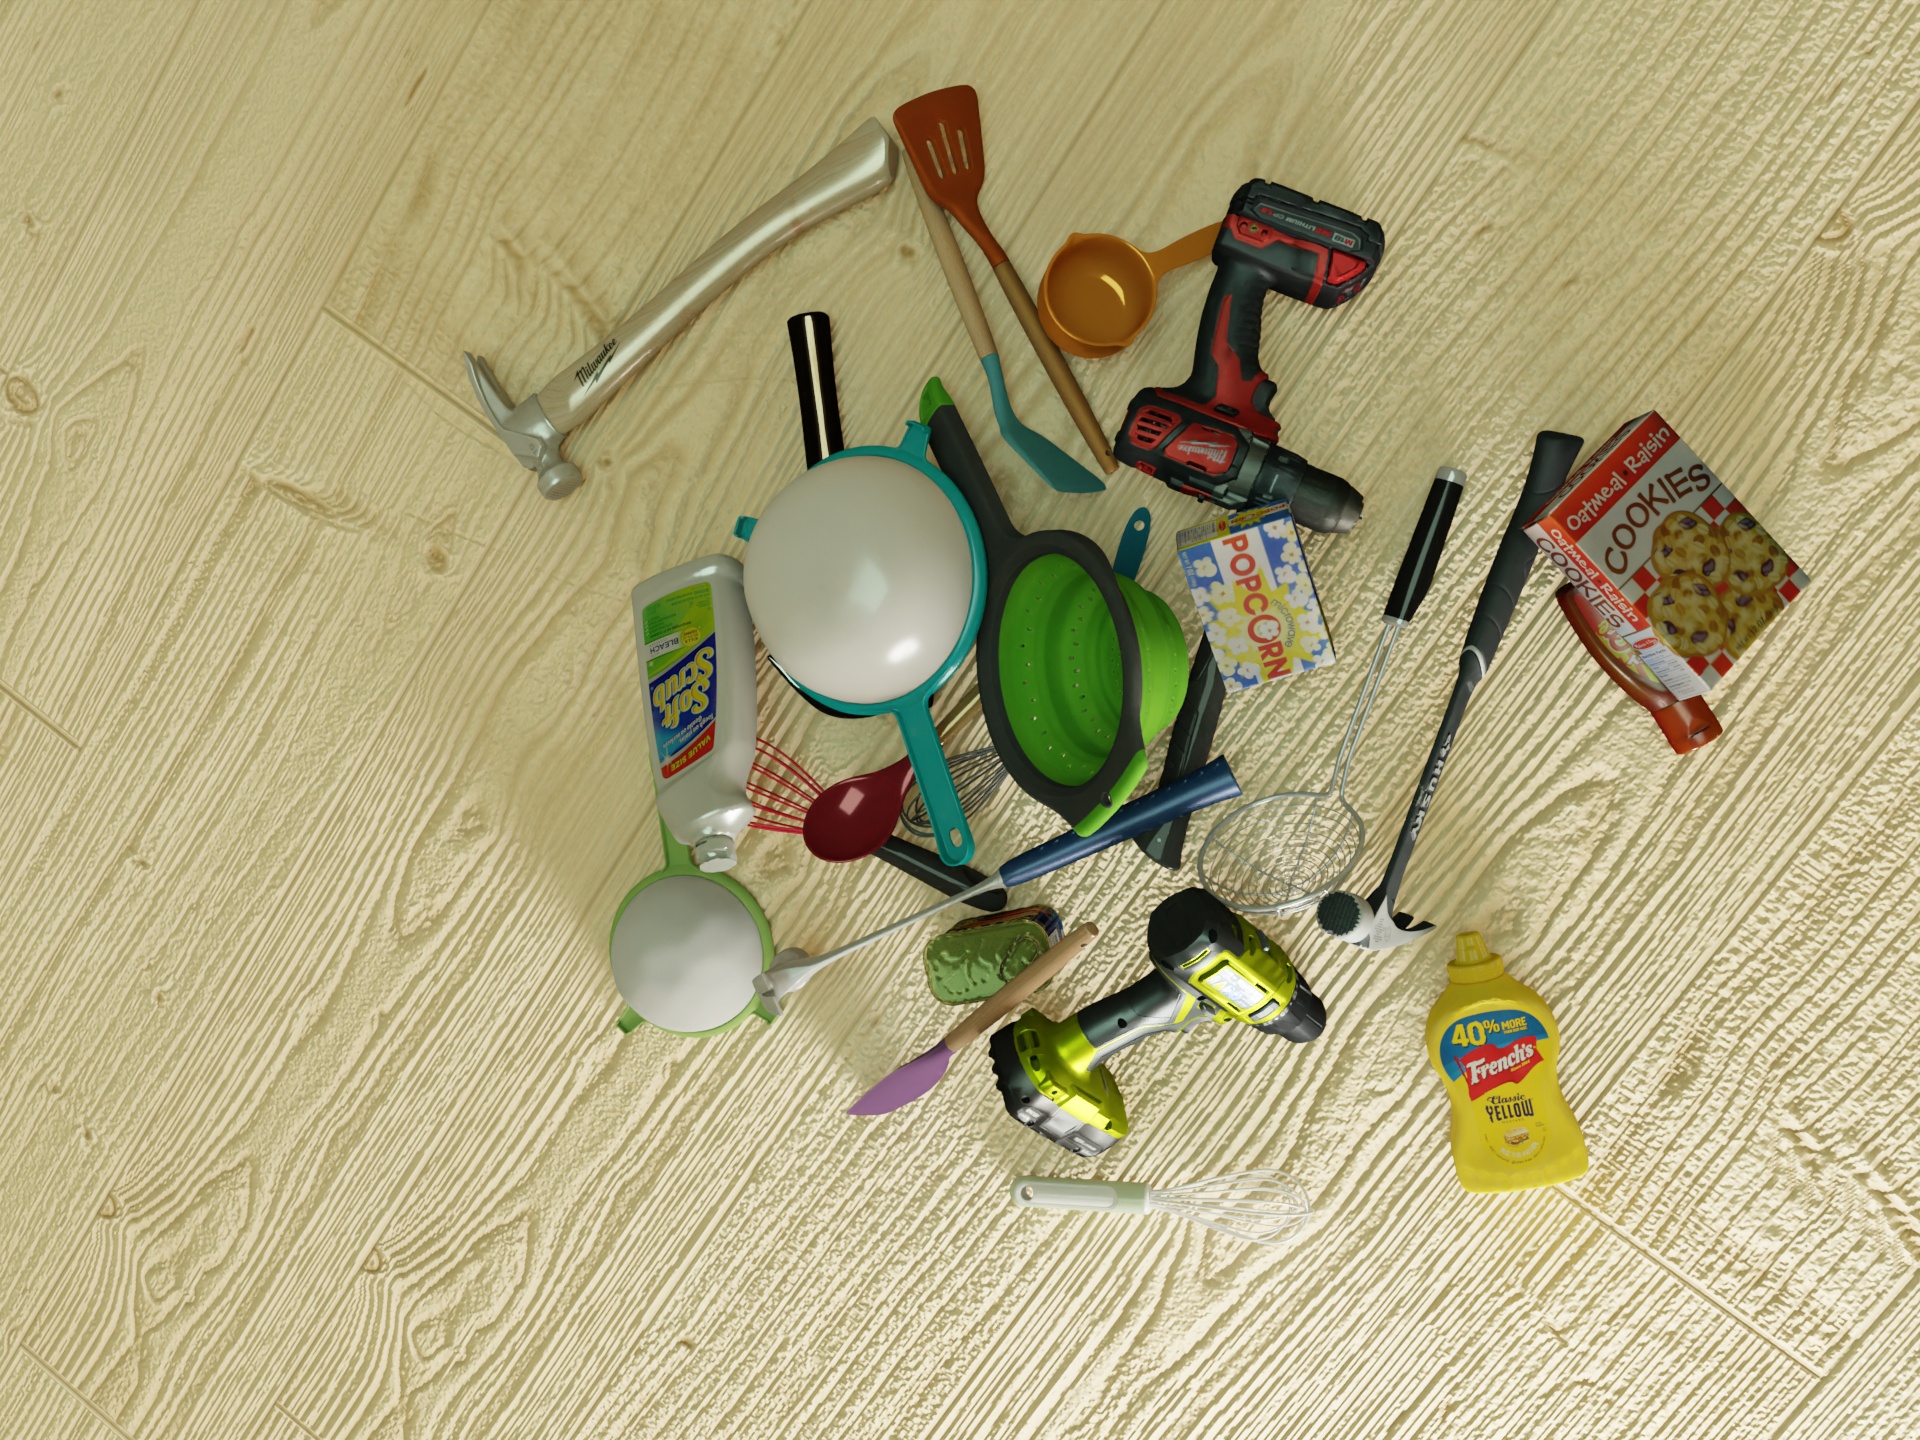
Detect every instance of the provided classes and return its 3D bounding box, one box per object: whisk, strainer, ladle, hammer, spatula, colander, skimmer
[{"bbox_3d":[0.050,0.017,1.274,0.239,0.055,0.055,-34,86,8],"label":"whisk"},{"bbox_3d":[-0.071,-0.049,1.201,0.211,0.095,0.340,-24,78,27],"label":"strainer"},{"bbox_3d":[-0.096,0.086,1.304,0.296,0.073,0.073,25,99,5],"label":"whisk"},{"bbox_3d":[-0.002,-0.004,1.262,0.315,0.031,0.069,-45,66,-1],"label":"ladle"},{"bbox_3d":[-0.243,0.148,1.335,0.151,0.069,0.256,-6,94,13],"label":"strainer"},{"bbox_3d":[-0.107,-0.166,1.301,0.130,0.031,0.331,-7,92,13],"label":"hammer"},{"bbox_3d":[0.203,-0.045,1.236,0.146,0.035,0.335,16,98,12],"label":"hammer"},{"bbox_3d":[0.023,-0.315,1.253,0.044,0.082,0.317,-25,83,35],"label":"spatula"},{"bbox_3d":[0.047,-0.340,1.246,0.081,0.041,0.322,-29,90,-26],"label":"spatula"},{"bbox_3d":[0.073,-0.108,1.211,0.204,0.094,0.397,-56,49,48],"label":"colander"},{"bbox_3d":[0.023,0.126,1.217,0.405,0.144,0.035,-25,89,6],"label":"hammer"},{"bbox_3d":[0.286,-0.024,1.189,0.127,0.090,0.363,26,98,53],"label":"skimmer"},{"bbox_3d":[0.158,0.383,1.272,0.246,0.059,0.058,-2,82,18],"label":"whisk"},{"bbox_3d":[0.010,0.240,1.238,0.315,0.059,0.018,-47,47,38],"label":"spatula"},{"bbox_3d":[-0.227,-0.361,1.314,0.410,0.038,0.146,-36,84,13],"label":"hammer"},{"bbox_3d":[0.373,-0.022,1.168,0.036,0.149,0.409,21,89,38],"label":"hammer"}]

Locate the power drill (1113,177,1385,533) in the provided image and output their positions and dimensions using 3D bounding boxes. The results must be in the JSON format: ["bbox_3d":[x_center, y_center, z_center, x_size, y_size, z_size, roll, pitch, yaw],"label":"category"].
[{"bbox_3d":[0.237,-0.259,1.172,0.188,0.080,0.227,23,90,5],"label":"power drill"}]

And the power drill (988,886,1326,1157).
[{"bbox_3d":[0.155,0.238,1.218,0.228,0.080,0.190,-37,128,19],"label":"power drill"}]

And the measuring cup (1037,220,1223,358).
[{"bbox_3d":[0.139,-0.341,1.229,0.173,0.052,0.095,-27,90,-11],"label":"measuring cup"}]

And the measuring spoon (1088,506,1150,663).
[{"bbox_3d":[0.128,-0.106,1.262,0.042,0.021,0.128,17,88,12],"label":"measuring spoon"}]
